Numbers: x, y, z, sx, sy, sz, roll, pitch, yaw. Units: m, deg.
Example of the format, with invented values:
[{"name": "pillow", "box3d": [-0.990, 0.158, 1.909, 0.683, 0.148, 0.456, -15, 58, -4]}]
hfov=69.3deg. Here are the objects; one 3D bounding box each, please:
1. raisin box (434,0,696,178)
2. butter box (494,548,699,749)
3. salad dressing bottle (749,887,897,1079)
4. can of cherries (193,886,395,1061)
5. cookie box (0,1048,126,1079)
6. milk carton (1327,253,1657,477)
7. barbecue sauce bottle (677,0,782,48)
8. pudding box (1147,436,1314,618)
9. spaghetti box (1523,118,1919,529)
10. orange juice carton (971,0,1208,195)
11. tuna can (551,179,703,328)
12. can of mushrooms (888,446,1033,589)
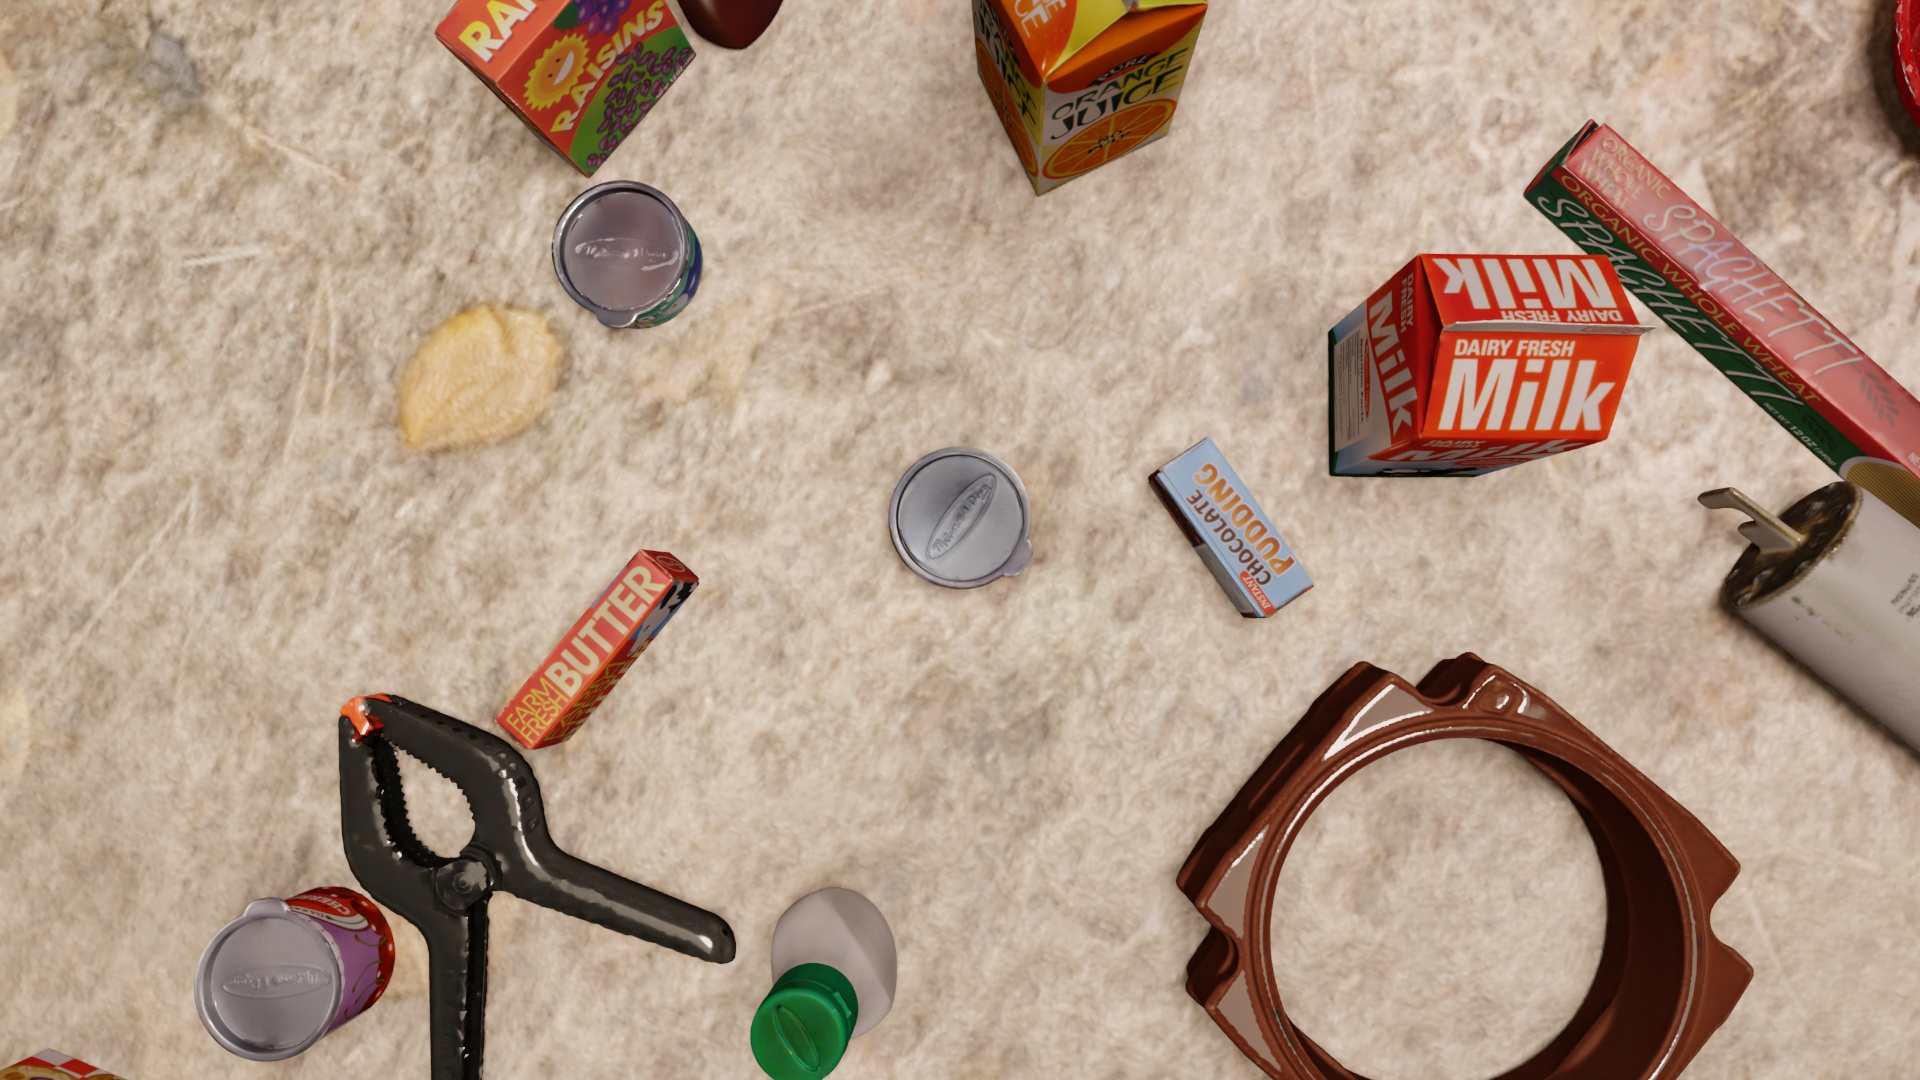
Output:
[{"name": "raisin box", "box3d": [-0.174, -0.226, 0.630, 0.040, 0.123, 0.086, 41, 89, 4]}, {"name": "butter box", "box3d": [-0.167, 0.050, 0.647, 0.024, 0.053, 0.103, 40, 89, 4]}, {"name": "salad dressing bottle", "box3d": [-0.057, 0.187, 0.587, 0.044, 0.147, 0.064, -32, 86, 0]}, {"name": "can of cherries", "box3d": [-0.304, 0.195, 0.640, 0.071, 0.058, 0.071, 0, 87, 2]}, {"name": "cookie box", "box3d": [-0.393, 0.277, 0.584, 0.123, 0.167, 0.040, 20, 88, 3]}, {"name": "milk carton", "box3d": [0.208, -0.070, 0.571, 0.072, 0.190, 0.073, 0, 87, 2]}, {"name": "barbecue sauce bottle", "box3d": [-0.112, -0.277, 0.618, 0.044, 0.148, 0.065, 23, 88, 3]}, {"name": "pudding box", "box3d": [0.123, -0.005, 0.641, 0.030, 0.049, 0.084, -35, 86, 0]}, {"name": "spaghetti box", "box3d": [0.366, -0.094, 0.637, 0.250, 0.050, 0.028, 43, 89, 4]}, {"name": "orange juice carton", "box3d": [0.051, -0.219, 0.586, 0.073, 0.192, 0.072, -25, 86, 1]}, {"name": "tuna can", "box3d": [-0.159, -0.134, 0.669, 0.071, 0.033, 0.071, 0, 86, 2]}, {"name": "can of mushrooms", "box3d": [0.002, -0.008, 0.654, 0.071, 0.033, 0.071, 0, 86, 2]}]
